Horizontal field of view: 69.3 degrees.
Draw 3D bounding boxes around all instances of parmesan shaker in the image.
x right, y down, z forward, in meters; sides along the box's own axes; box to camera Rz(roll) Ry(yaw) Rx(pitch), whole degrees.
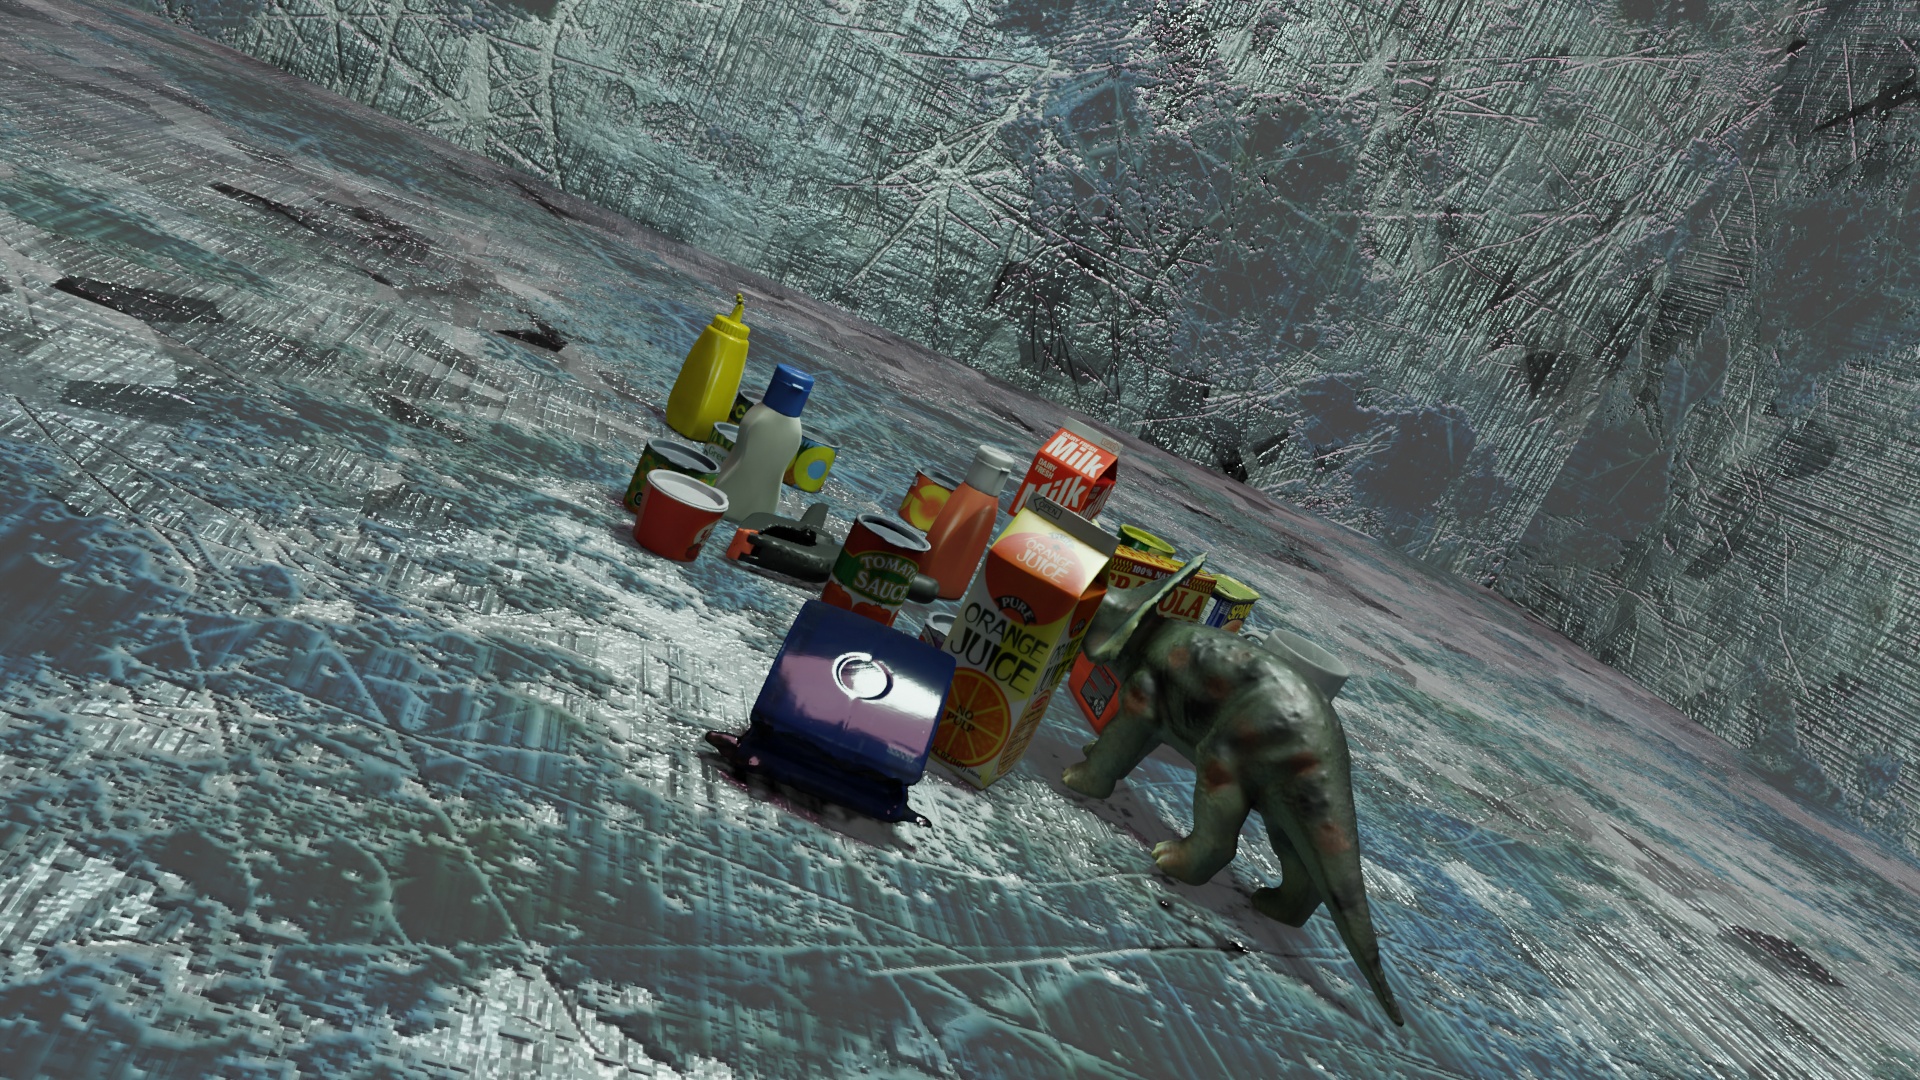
[{"bbox_3d":[0.181,0.042,1.523,0.071,0.103,0.071,24,12,-6],"label":"parmesan shaker"}]

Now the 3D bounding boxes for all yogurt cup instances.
[{"bbox_3d":[-0.226,-0.018,1.106,0.072,0.053,0.072,24,13,-6],"label":"yogurt cup"}]

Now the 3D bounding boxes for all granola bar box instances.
[{"bbox_3d":[0.155,0.070,1.315,0.165,0.124,0.039,14,17,-41],"label":"granola bar box"}]

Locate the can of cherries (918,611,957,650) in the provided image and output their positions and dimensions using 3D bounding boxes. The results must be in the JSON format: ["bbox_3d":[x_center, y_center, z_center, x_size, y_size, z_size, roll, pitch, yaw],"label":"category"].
[{"bbox_3d":[-0.009,0.094,1.059,0.071,0.058,0.071,24,13,-6],"label":"can of cherries"}]

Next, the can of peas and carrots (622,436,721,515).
[{"bbox_3d":[-0.244,-0.046,1.173,0.071,0.058,0.071,24,13,-6],"label":"can of peas and carrots"}]

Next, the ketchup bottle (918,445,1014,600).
[{"bbox_3d":[0.005,-0.017,1.320,0.065,0.148,0.043,12,18,-47],"label":"ketchup bottle"}]

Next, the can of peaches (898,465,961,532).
[{"bbox_3d":[-0.032,-0.044,1.564,0.071,0.058,0.071,24,13,-6],"label":"can of peaches"}]

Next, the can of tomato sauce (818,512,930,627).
[{"bbox_3d":[-0.071,0.029,1.145,0.071,0.083,0.071,24,13,-6],"label":"can of tomato sauce"}]

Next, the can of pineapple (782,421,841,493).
[{"bbox_3d":[-0.170,-0.091,1.488,0.071,0.057,0.071,24,13,-6],"label":"can of pineapple"}]

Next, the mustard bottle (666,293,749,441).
[{"bbox_3d":[-0.258,-0.185,1.468,0.065,0.160,0.049,34,15,34],"label":"mustard bottle"}]

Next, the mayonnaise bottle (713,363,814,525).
[{"bbox_3d":[-0.177,-0.086,1.255,0.065,0.147,0.041,19,14,-28],"label":"mayonnaise bottle"}]

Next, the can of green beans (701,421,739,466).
[{"bbox_3d":[-0.217,-0.074,1.334,0.071,0.057,0.071,24,13,-6],"label":"can of green beans"}]

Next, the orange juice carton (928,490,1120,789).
[{"bbox_3d":[0.038,0.066,0.958,0.072,0.192,0.073,29,13,17],"label":"orange juice carton"}]

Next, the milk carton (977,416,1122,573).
[{"bbox_3d":[0.100,-0.031,1.463,0.072,0.190,0.073,30,13,20],"label":"milk carton"}]

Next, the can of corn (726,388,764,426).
[{"bbox_3d":[-0.224,-0.126,1.525,0.071,0.058,0.071,24,13,-6],"label":"can of corn"}]
